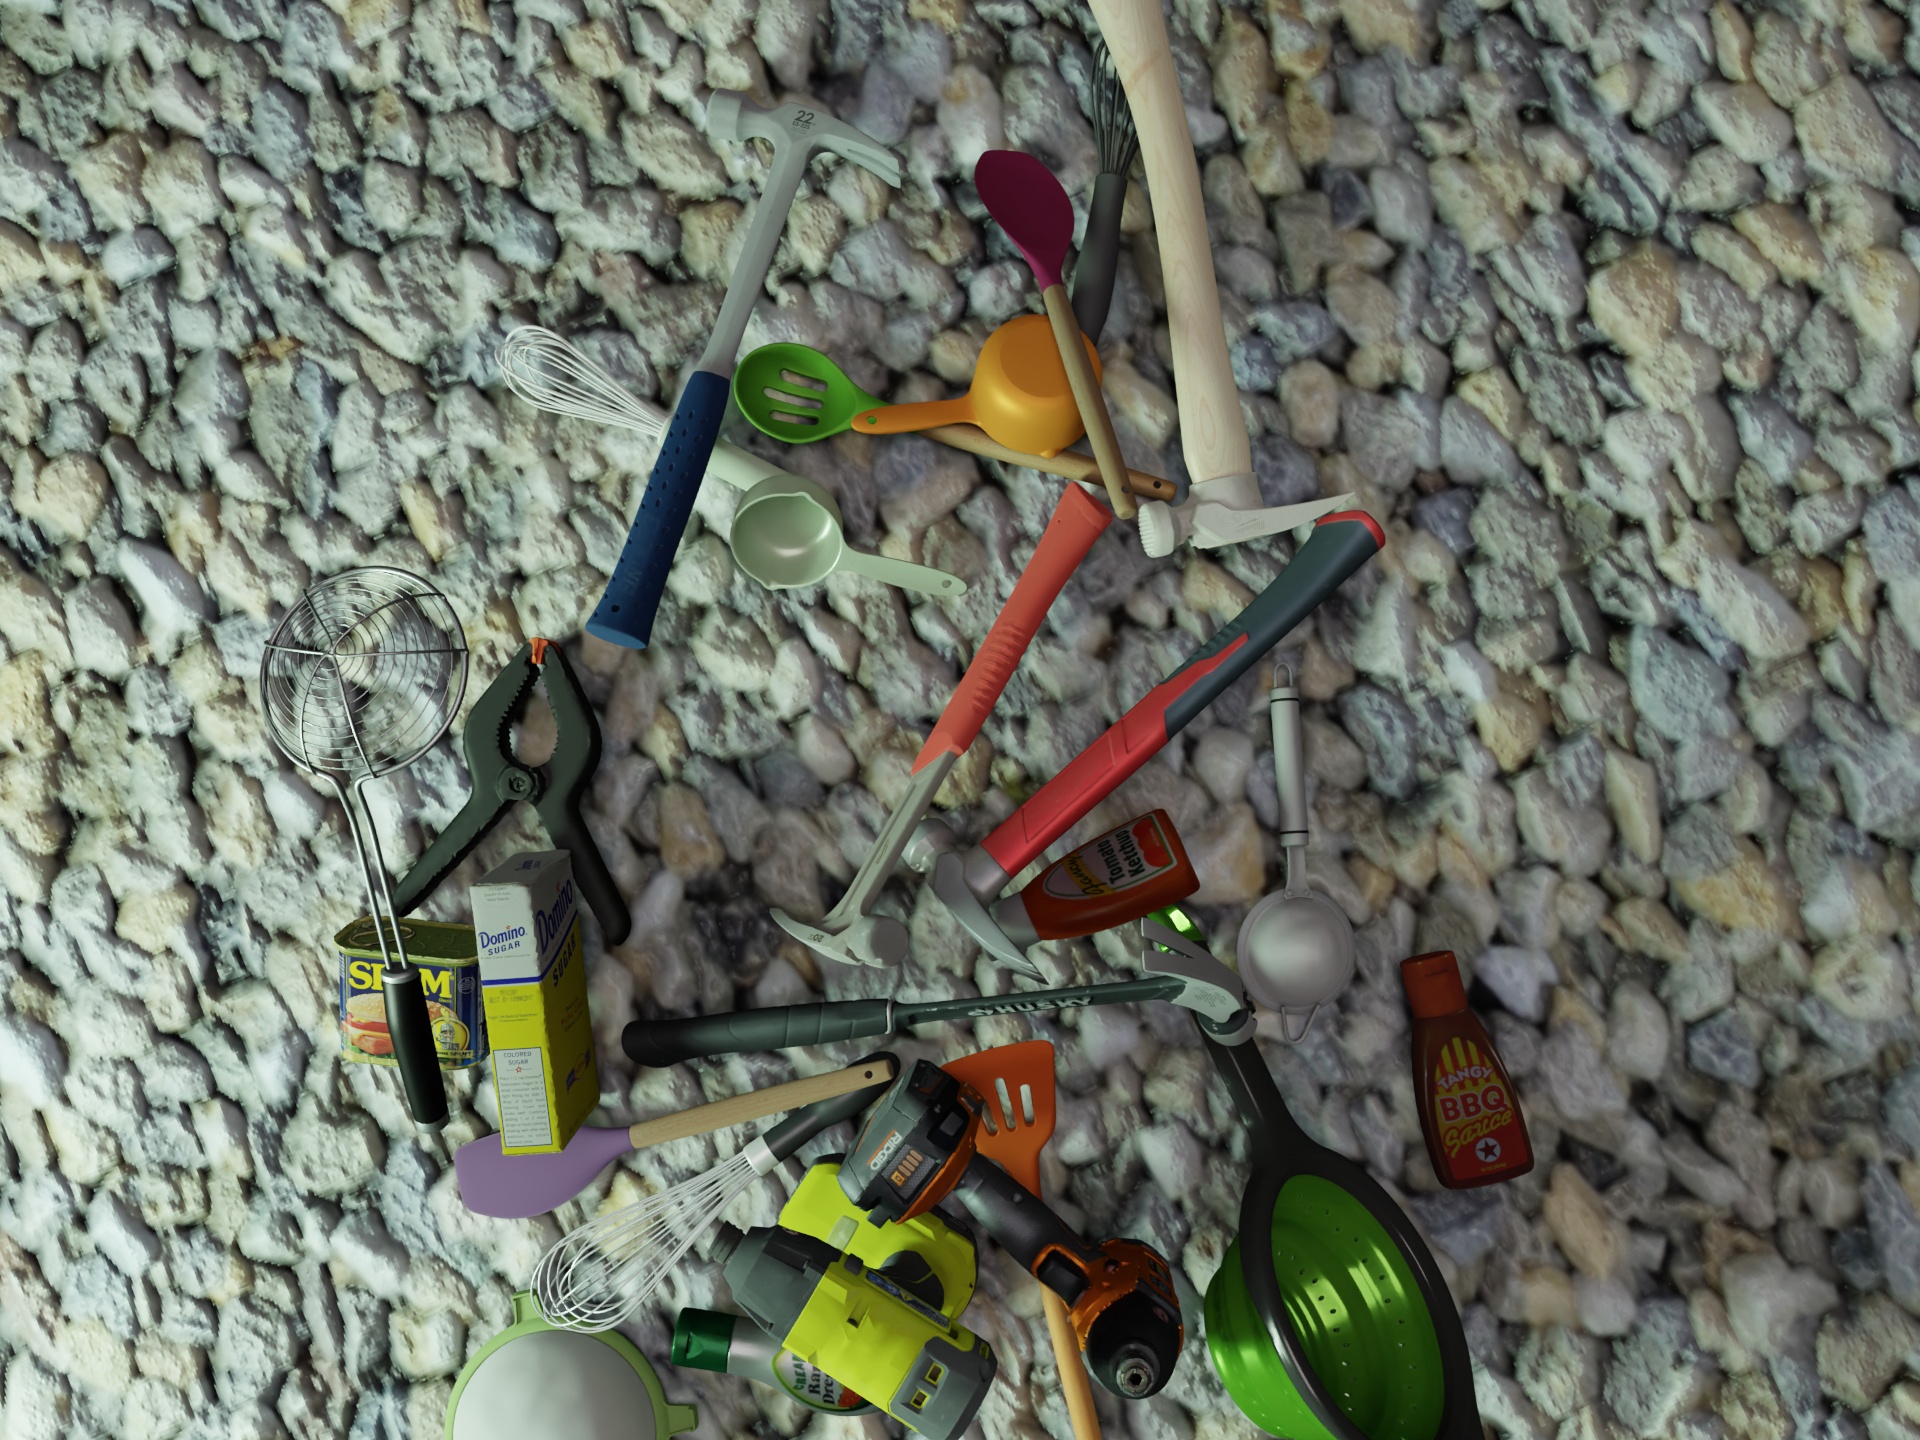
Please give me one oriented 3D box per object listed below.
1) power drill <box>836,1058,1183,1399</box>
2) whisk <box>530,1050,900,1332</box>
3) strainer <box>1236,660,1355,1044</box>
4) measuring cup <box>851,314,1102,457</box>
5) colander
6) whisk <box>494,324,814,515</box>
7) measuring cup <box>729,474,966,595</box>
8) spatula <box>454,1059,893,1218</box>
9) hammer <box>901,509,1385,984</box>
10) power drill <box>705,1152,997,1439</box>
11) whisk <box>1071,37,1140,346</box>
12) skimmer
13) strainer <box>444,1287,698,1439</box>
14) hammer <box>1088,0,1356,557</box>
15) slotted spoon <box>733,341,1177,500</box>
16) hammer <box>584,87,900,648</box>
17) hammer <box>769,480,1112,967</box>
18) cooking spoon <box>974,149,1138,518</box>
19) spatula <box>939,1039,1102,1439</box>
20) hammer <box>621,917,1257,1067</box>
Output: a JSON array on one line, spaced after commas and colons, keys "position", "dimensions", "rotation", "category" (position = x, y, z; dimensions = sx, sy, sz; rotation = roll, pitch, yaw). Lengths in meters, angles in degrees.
[{"position": [0.038, 0.311, 0.955], "dimensions": [0.226, 0.164, 0.084], "rotation": [38, 91, 3], "category": "power drill"}, {"position": [-0.158, 0.306, 1.051], "dimensions": [0.284, 0.070, 0.070], "rotation": [-35, 85, -6], "category": "whisk"}, {"position": [0.224, 0.087, 1.066], "dimensions": [0.087, 0.050, 0.258], "rotation": [-1, 82, -14], "category": "strainer"}, {"position": [0.013, -0.224, 1.071], "dimensions": [0.173, 0.052, 0.095], "rotation": [-11, 72, -12], "category": "measuring cup"}, {"position": [0.188, 0.308, 1.019], "dimensions": [0.094, 0.204, 0.397], "rotation": [-38, 65, 32], "category": "colander"}, {"position": [-0.210, -0.205, 1.104], "dimensions": [0.246, 0.059, 0.057], "rotation": [27, 123, 0], "category": "whisk"}, {"position": [-0.075, -0.120, 1.092], "dimensions": [0.167, 0.038, 0.083], "rotation": [14, 128, -15], "category": "measuring cup"}, {"position": [-0.192, 0.271, 1.051], "dimensions": [0.316, 0.018, 0.060], "rotation": [-18, 81, 11], "category": "spatula"}, {"position": [0.144, 0.004, 1.051], "dimensions": [0.386, 0.038, 0.143], "rotation": [-41, 52, -6], "category": "hammer"}, {"position": [-0.062, 0.335, 0.959], "dimensions": [0.171, 0.223, 0.080], "rotation": [31, 86, 4], "category": "power drill"}, {"position": [0.103, -0.375, 1.109], "dimensions": [0.055, 0.055, 0.239], "rotation": [9, 90, 3], "category": "whisk"}, {"position": [-0.344, 0.088, 0.982], "dimensions": [0.127, 0.090, 0.363], "rotation": [2, 117, 7], "category": "skimmer"}, {"position": [-0.299, 0.514, 1.028], "dimensions": [0.151, 0.069, 0.256], "rotation": [34, 85, 4], "category": "strainer"}, {"position": [0.159, -0.324, 1.070], "dimensions": [0.146, 0.038, 0.410], "rotation": [-11, 93, -7], "category": "hammer"}, {"position": [-0.003, -0.197, 1.103], "dimensions": [0.314, 0.031, 0.070], "rotation": [15, 82, 1], "category": "slotted spoon"}, {"position": [-0.159, -0.239, 1.071], "dimensions": [0.144, 0.035, 0.406], "rotation": [15, 76, 6], "category": "hammer"}, {"position": [-0.002, -0.003, 1.059], "dimensions": [0.036, 0.149, 0.359], "rotation": [36, 74, -25], "category": "hammer"}, {"position": [0.068, -0.265, 1.056], "dimensions": [0.068, 0.017, 0.319], "rotation": [-3, 61, -21], "category": "cooking spoon"}, {"position": [0.059, 0.371, 1.045], "dimensions": [0.081, 0.041, 0.323], "rotation": [-14, 86, 0], "category": "spatula"}, {"position": [-0.030, 0.184, 0.997], "dimensions": [0.409, 0.149, 0.036], "rotation": [-10, 59, 19], "category": "hammer"}]
